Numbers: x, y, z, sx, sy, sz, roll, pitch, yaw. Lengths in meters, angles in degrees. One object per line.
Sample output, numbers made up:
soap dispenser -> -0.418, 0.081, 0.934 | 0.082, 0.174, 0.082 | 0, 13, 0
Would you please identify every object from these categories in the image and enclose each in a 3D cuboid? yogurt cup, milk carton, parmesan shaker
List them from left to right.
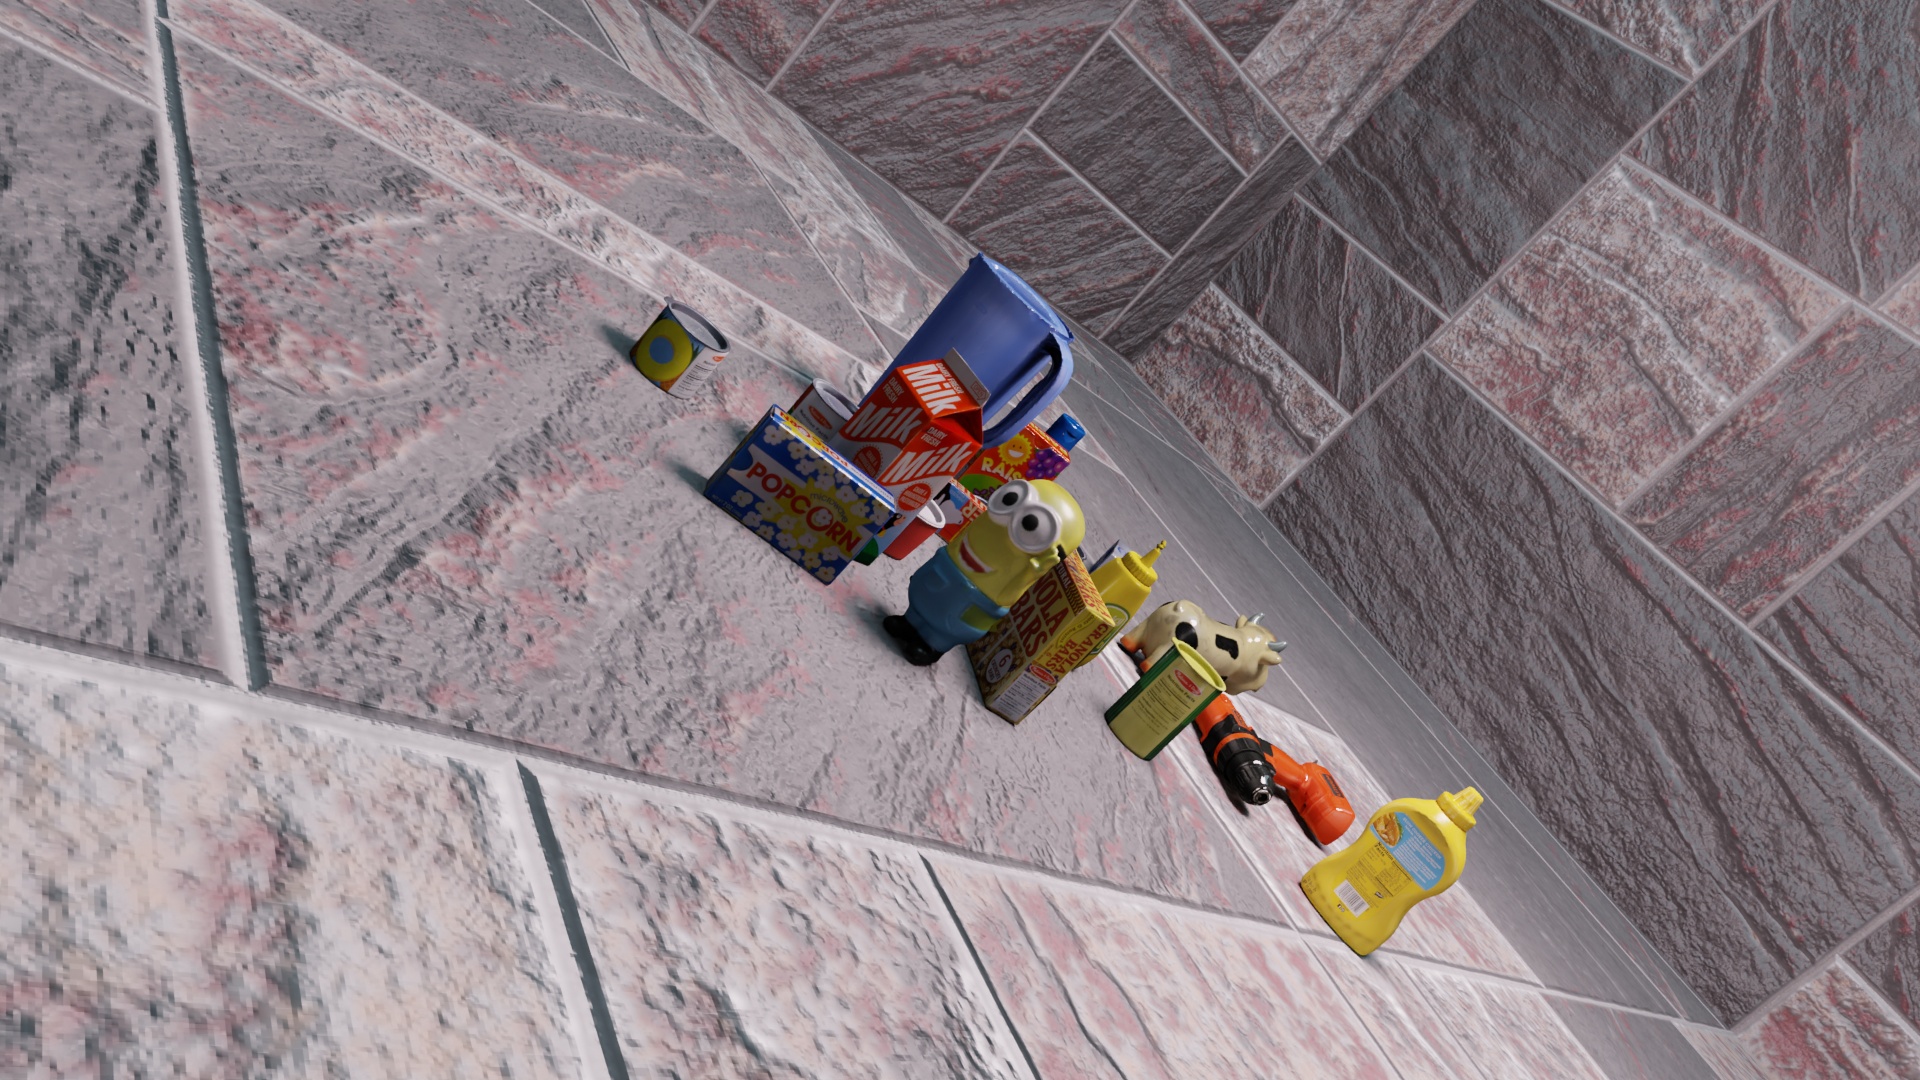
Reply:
milk carton -> -0.053, -0.075, 1.178 | 0.073, 0.190, 0.072 | 25, 24, -50
yogurt cup -> -0.056, -0.019, 1.280 | 0.072, 0.054, 0.072 | 39, 16, -13
parmesan shaker -> 0.196, 0.154, 1.353 | 0.071, 0.103, 0.071 | 40, 16, -13

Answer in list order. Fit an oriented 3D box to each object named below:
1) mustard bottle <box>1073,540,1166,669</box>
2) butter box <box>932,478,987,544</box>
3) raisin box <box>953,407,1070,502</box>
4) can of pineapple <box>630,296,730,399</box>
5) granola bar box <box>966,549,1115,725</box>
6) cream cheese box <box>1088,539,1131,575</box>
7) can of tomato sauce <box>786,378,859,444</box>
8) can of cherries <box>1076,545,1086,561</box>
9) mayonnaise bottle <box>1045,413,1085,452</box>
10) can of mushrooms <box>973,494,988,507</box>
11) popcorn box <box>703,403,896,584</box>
mustard bottle -> 0.147, 0.058, 1.379 | 0.065, 0.160, 0.049 | 31, 19, -38
butter box -> 0.005, -0.018, 1.429 | 0.103, 0.053, 0.024 | 40, 15, -13
raisin box -> 0.052, -0.076, 1.567 | 0.086, 0.123, 0.040 | 39, 16, -15
can of pineapple -> -0.243, -0.166, 1.199 | 0.071, 0.057, 0.071 | 39, 16, -13
granola bar box -> 0.061, 0.065, 1.213 | 0.039, 0.124, 0.166 | 36, 17, -26
cream cheese box -> 0.185, 0.033, 1.738 | 0.024, 0.053, 0.104 | 43, 15, 1
can of tomato sauce -> -0.130, -0.091, 1.233 | 0.071, 0.083, 0.071 | 40, 16, -13
can of cherries -> 0.098, 0.017, 1.556 | 0.071, 0.058, 0.072 | 39, 16, -13
mayonnaise bottle -> 0.083, -0.083, 1.615 | 0.064, 0.147, 0.041 | 37, 16, -22
can of mushrooms -> 0.025, -0.015, 1.508 | 0.071, 0.033, 0.071 | 39, 16, -13
popcorn box -> -0.125, -0.035, 1.095 | 0.126, 0.085, 0.038 | 38, 16, -19
